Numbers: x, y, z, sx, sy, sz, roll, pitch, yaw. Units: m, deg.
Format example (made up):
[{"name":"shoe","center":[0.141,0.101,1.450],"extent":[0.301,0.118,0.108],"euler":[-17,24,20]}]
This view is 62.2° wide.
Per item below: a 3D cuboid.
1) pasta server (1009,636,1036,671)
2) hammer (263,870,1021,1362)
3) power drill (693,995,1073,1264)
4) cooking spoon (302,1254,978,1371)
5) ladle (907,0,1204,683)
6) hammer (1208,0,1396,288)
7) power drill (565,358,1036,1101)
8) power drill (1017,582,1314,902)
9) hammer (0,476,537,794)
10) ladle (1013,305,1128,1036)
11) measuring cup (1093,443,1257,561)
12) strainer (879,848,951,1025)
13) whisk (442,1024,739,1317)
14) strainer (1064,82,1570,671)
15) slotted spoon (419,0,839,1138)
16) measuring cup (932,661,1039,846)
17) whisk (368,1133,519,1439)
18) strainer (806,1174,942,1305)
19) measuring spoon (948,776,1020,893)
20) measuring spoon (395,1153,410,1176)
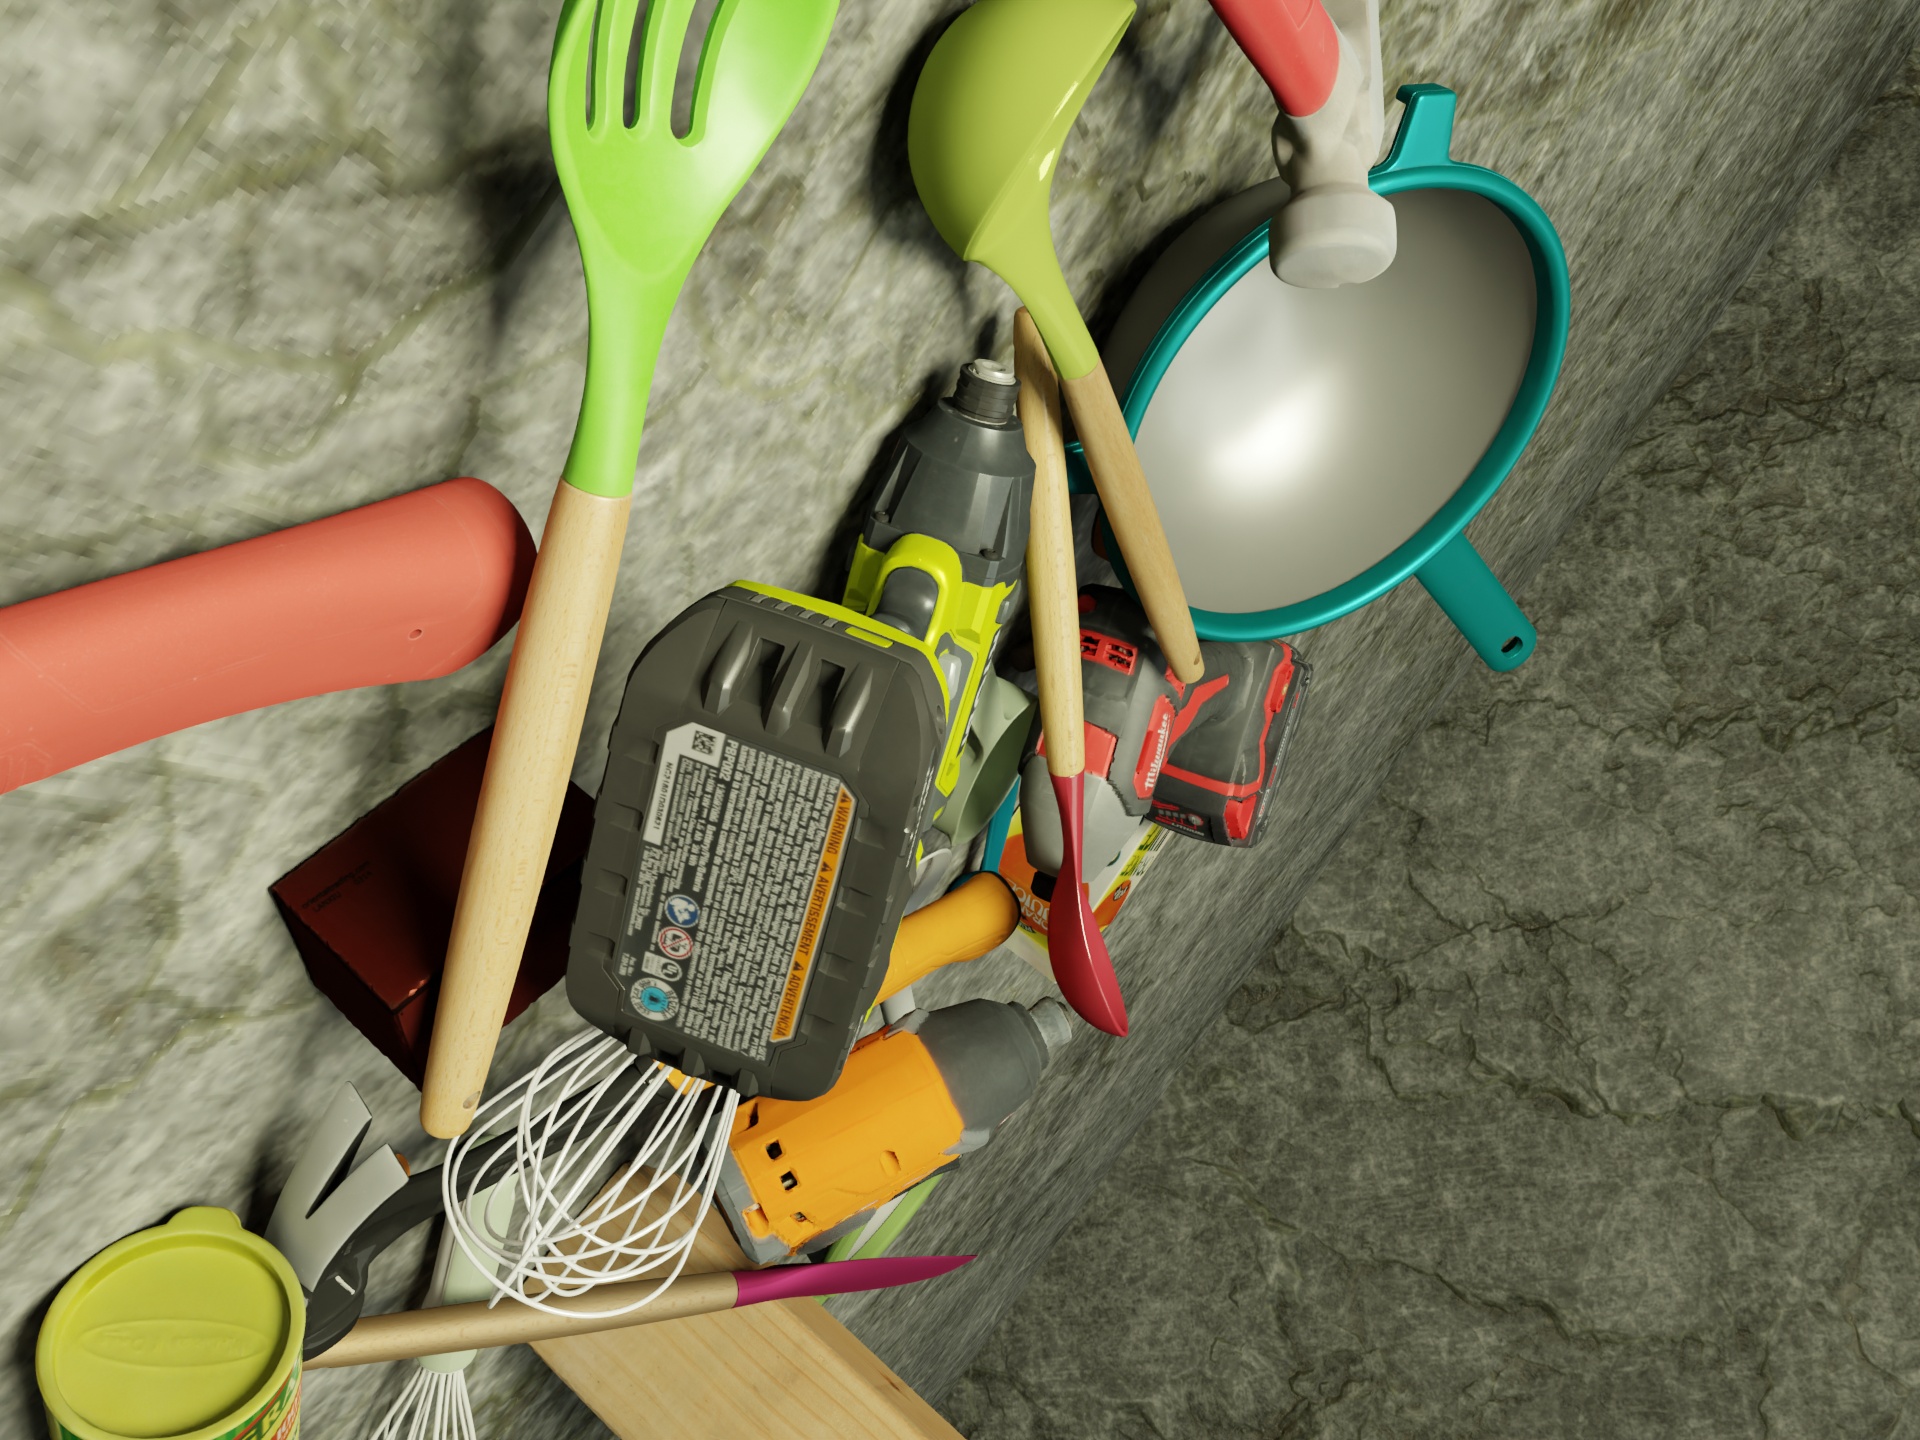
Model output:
[{"name":"pasta server","center":[0.121,-0.069,0.870],"extent":[0.316,0.040,0.060],"euler":[-27,159,-51]},{"name":"hammer","center":[-0.089,0.117,0.589],"extent":[0.337,0.034,0.127],"euler":[-20,153,-46]},{"name":"power drill","center":[-0.037,0.182,0.733],"extent":[0.164,0.084,0.226],"euler":[-25,168,-14]},{"name":"cooking spoon","center":[-0.116,0.235,0.648],"extent":[0.318,0.017,0.069],"euler":[11,157,-43]},{"name":"ladle","center":[0.056,-0.098,0.527],"extent":[0.078,0.062,0.319],"euler":[-58,148,-18]},{"name":"hammer","center":[0.031,-0.227,0.343],"extent":[0.386,0.038,0.143],"euler":[13,74,-61]},{"name":"power drill","center":[-0.030,-0.009,0.481],"extent":[0.223,0.080,0.171],"euler":[-62,171,-63]},{"name":"power drill","center":[0.095,0.013,0.775],"extent":[0.219,0.079,0.143],"euler":[0,107,-64]},{"name":"hammer","center":[-0.209,0.013,0.232],"extent":[0.359,0.037,0.149],"euler":[-31,151,-48]},{"name":"ladle","center":[0.040,-0.003,0.611],"extent":[0.069,0.031,0.315],"euler":[-98,180,-59]},{"name":"measuring cup","center":[0.135,-0.136,0.761],"extent":[0.173,0.052,0.095],"euler":[-52,161,1]},{"name":"strainer","center":[-0.040,0.112,0.778],"extent":[0.087,0.050,0.258],"euler":[-39,157,-16]},{"name":"whisk","center":[-0.074,0.084,0.518],"extent":[0.070,0.070,0.285],"euler":[-65,175,29]},{"name":"strainer","center":[0.168,-0.118,0.695],"extent":[0.211,0.095,0.340],"euler":[-44,139,12]},{"name":"slotted spoon","center":[-0.087,-0.029,0.350],"extent":[0.070,0.031,0.313],"euler":[-22,138,-56]},{"name":"measuring cup","center":[-0.001,-0.002,0.685],"extent":[0.083,0.038,0.167],"euler":[-56,162,-15]},{"name":"whisk","center":[-0.210,0.258,0.641],"extent":[0.059,0.058,0.246],"euler":[5,121,-26]},{"name":"strainer","center":[-0.091,0.315,0.977],"extent":[0.256,0.069,0.151],"euler":[-50,163,-9]},{"name":"measuring spoon","center":[0.012,0.066,0.884],"extent":[0.042,0.021,0.128],"euler":[-31,141,-47]},{"name":"measuring spoon","center":[-0.225,0.200,0.551],"extent":[0.117,0.011,0.021],"euler":[-55,161,4]}]
